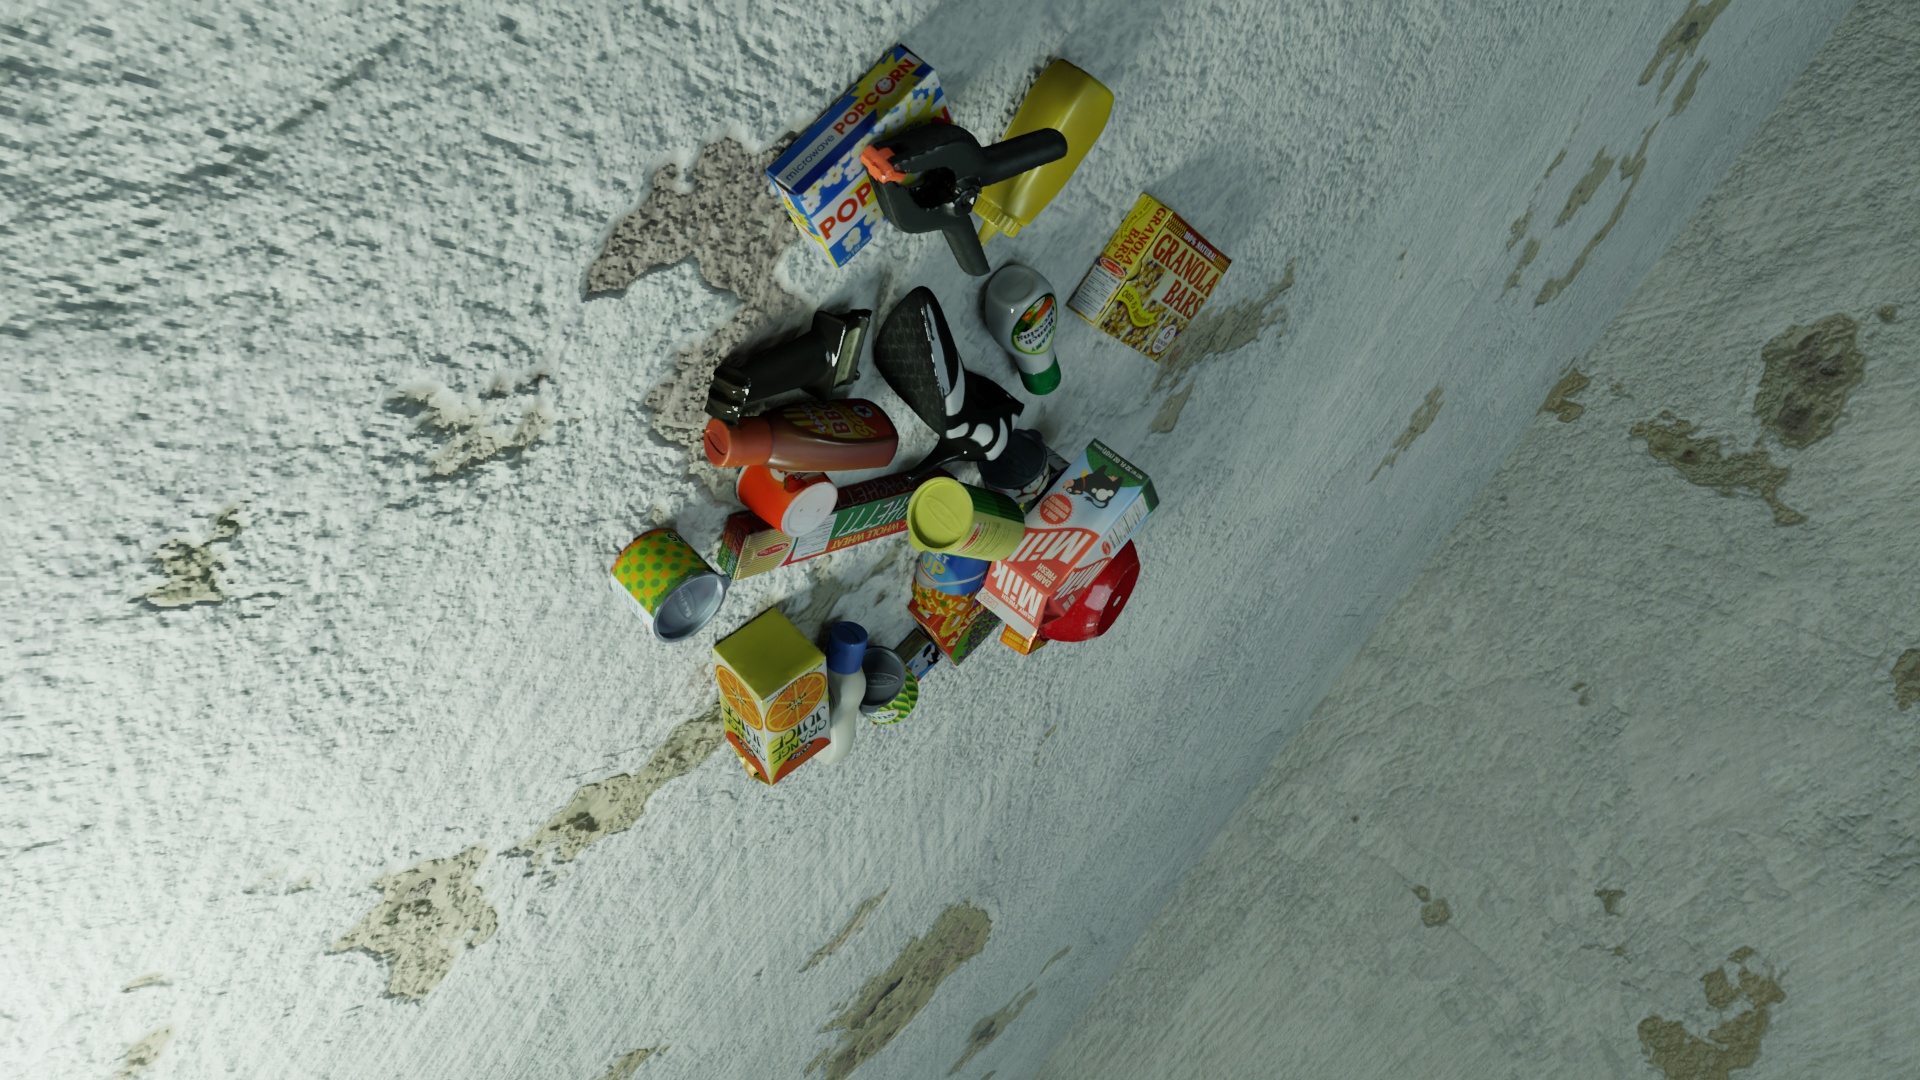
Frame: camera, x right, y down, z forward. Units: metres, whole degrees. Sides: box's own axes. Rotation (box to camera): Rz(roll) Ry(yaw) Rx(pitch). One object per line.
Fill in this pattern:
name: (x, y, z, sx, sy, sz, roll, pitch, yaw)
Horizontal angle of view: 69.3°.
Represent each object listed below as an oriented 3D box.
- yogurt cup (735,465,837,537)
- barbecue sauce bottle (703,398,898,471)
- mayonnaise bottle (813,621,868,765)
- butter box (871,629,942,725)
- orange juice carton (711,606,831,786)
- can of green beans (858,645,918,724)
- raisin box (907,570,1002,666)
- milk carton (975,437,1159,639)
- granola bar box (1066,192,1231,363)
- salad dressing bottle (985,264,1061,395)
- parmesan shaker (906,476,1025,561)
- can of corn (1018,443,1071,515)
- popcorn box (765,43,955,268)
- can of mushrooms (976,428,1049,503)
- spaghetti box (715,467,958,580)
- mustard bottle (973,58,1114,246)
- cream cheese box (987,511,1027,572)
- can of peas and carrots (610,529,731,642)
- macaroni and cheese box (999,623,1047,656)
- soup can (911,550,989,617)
yogurt cup: (-0.133, -0.039, 1.086, 0.072, 0.054, 0.072, -35, 151, -23)
barbecue sauce bottle: (-0.121, -0.078, 1.049, 0.149, 0.065, 0.043, -8, 133, -41)
mayonnaise bottle: (-0.122, 0.145, 1.343, 0.041, 0.065, 0.147, -17, 136, -40)
butter box: (-0.068, 0.144, 1.461, 0.103, 0.024, 0.053, -45, 153, -8)
orange juice carton: (-0.169, 0.155, 1.267, 0.072, 0.073, 0.191, -35, 151, -27)
can of green beans: (-0.080, 0.146, 1.398, 0.071, 0.071, 0.057, -44, 154, -9)
raisin box: (0.000, 0.071, 1.451, 0.086, 0.040, 0.123, -44, 154, -8)
milk carton: (0.101, 0.003, 1.337, 0.191, 0.072, 0.073, -50, 156, -6)
granola bar box: (0.182, -0.243, 1.310, 0.124, 0.039, 0.165, -56, 153, 13)
salad dressing bottle: (0.059, -0.179, 1.204, 0.064, 0.044, 0.147, -45, 154, -10)
parmesan shaker: (0.004, -0.016, 1.245, 0.071, 0.071, 0.103, -55, 154, 12)
can of corn: (0.071, -0.060, 1.362, 0.071, 0.058, 0.070, -36, 151, -24)
popcorn box: (-0.062, -0.254, 0.926, 0.127, 0.038, 0.085, -45, 153, -7)
can of mushrooms: (0.052, -0.071, 1.310, 0.071, 0.071, 0.033, -42, 153, -14)
spaghetti box: (-0.100, -0.019, 1.191, 0.251, 0.029, 0.050, -18, 140, -46)
mustard bottle: (0.051, -0.282, 1.050, 0.160, 0.049, 0.065, -55, 153, 13)
cream cheese box: (0.063, -0.012, 1.451, 0.053, 0.024, 0.103, -2, 128, -55)
can of peas and carrots: (-0.218, 0.032, 1.046, 0.071, 0.059, 0.070, -37, 151, -24)
macaroni and cheese box: (0.112, 0.035, 1.525, 0.124, 0.040, 0.165, -26, 141, -60)
soup can: (-0.010, 0.022, 1.344, 0.071, 0.071, 0.083, -23, 144, -41)
